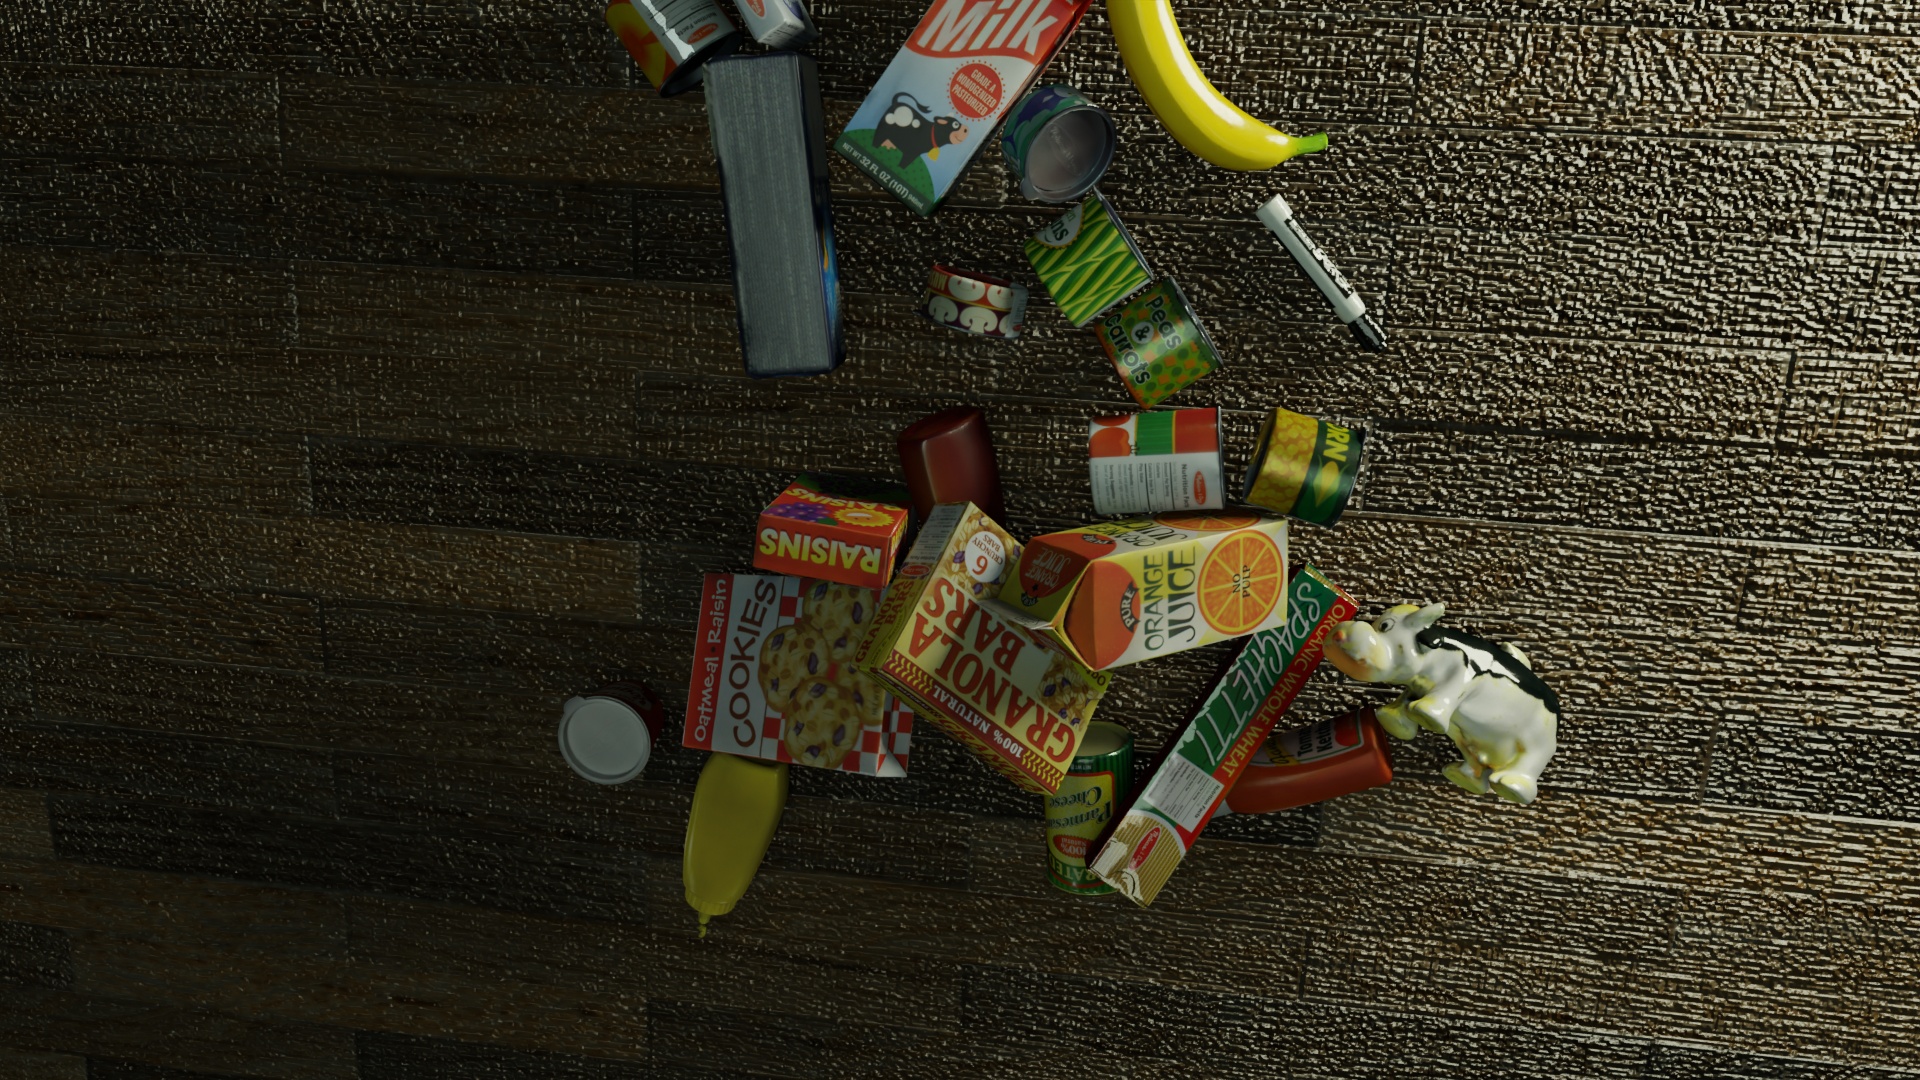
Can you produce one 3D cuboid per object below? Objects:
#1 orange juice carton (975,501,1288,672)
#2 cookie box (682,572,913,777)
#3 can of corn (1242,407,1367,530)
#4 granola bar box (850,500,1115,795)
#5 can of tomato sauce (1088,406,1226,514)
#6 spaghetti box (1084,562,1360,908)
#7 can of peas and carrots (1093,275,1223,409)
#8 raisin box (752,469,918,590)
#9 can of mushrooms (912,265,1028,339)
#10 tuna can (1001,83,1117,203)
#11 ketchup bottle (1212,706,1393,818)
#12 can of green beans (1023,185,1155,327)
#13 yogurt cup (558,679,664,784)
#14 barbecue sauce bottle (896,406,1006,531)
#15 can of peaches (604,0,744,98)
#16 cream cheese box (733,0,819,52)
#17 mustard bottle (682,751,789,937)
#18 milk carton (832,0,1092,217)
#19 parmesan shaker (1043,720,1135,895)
[{"bbox_3d":[0.109,0.029,0.875,0.193,0.072,0.072,-11,107,-26],"label":"orange juice carton"},{"bbox_3d":[-0.106,0.087,0.932,0.167,0.040,0.123,2,82,32],"label":"cookie box"},{"bbox_3d":[0.220,-0.049,0.891,0.058,0.071,0.071,18,107,3],"label":"can of corn"},{"bbox_3d":[0.024,0.071,0.898,0.165,0.039,0.124,39,67,-29],"label":"granola bar box"},{"bbox_3d":[0.129,-0.052,0.902,0.083,0.071,0.071,-3,105,12],"label":"can of tomato sauce"},{"bbox_3d":[0.175,0.129,0.929,0.050,0.028,0.250,36,89,-3],"label":"spaghetti box"},{"bbox_3d":[0.125,-0.125,0.881,0.058,0.071,0.071,-31,99,15],"label":"can of peas and carrots"},{"bbox_3d":[-0.078,-0.009,0.912,0.086,0.124,0.040,11,106,4],"label":"raisin box"},{"bbox_3d":[0.007,-0.153,0.891,0.071,0.071,0.033,15,107,3],"label":"can of mushrooms"},{"bbox_3d":[0.059,-0.244,0.859,0.071,0.033,0.070,-20,139,-19],"label":"tuna can"},{"bbox_3d":[0.218,0.160,0.953,0.148,0.065,0.043,-21,107,21],"label":"ketchup bottle"},{"bbox_3d":[0.081,-0.177,0.875,0.057,0.071,0.071,-32,99,15],"label":"can of green beans"},{"bbox_3d":[-0.250,0.136,1.010,0.072,0.054,0.072,2,106,7],"label":"yogurt cup"},{"bbox_3d":[0.003,-0.012,0.936,0.043,0.065,0.148,9,121,47],"label":"barbecue sauce bottle"},{"bbox_3d":[-0.180,-0.321,0.872,0.071,0.071,0.058,-35,99,15],"label":"can of peaches"},{"bbox_3d":[-0.117,-0.327,0.841,0.024,0.104,0.053,-26,102,12],"label":"cream cheese box"},{"bbox_3d":[-0.174,0.224,1.027,0.065,0.049,0.159,20,108,2],"label":"mustard bottle"},{"bbox_3d":[0.011,-0.296,0.848,0.072,0.074,0.190,39,106,-4],"label":"milk carton"},{"bbox_3d":[0.088,0.186,0.974,0.071,0.071,0.102,-2,105,8],"label":"parmesan shaker"}]
